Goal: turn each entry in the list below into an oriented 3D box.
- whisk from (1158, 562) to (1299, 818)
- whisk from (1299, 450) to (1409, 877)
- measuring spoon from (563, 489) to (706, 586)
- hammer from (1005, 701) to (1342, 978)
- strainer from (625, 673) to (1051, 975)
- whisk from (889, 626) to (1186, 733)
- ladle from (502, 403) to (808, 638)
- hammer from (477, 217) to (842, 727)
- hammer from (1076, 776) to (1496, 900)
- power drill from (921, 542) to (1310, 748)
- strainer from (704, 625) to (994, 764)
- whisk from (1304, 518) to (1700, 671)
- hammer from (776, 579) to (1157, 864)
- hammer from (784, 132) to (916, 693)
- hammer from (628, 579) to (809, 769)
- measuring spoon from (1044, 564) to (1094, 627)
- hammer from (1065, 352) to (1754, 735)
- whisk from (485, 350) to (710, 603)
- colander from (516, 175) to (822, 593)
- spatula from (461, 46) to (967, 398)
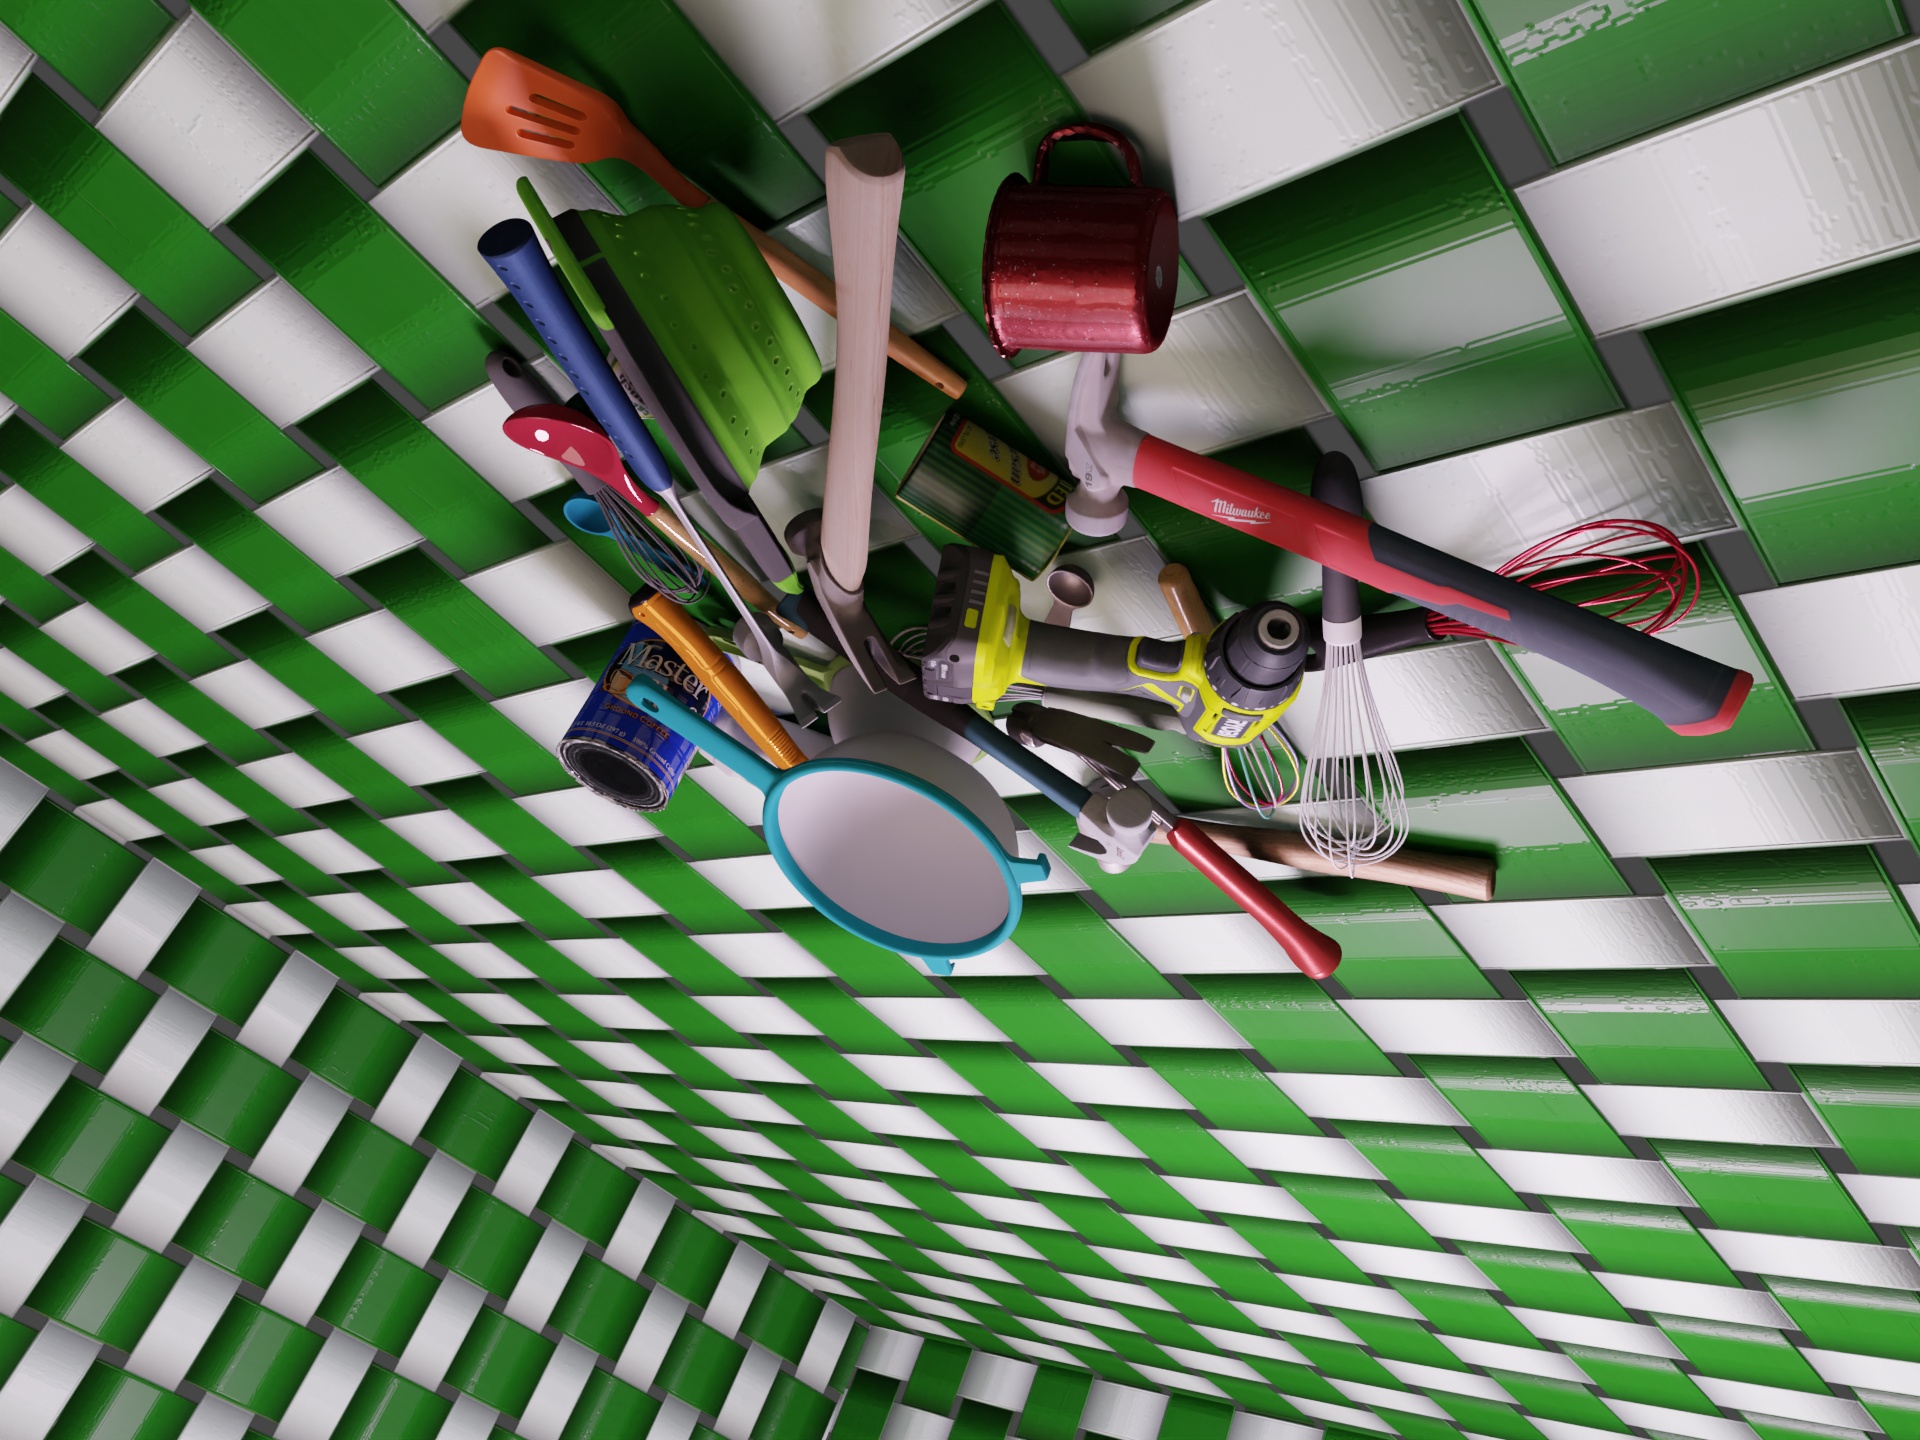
[{"bbox_3d":[0.183,-0.014,1.107,0.047,0.051,0.244,7,143,38],"label":"whisk"},{"bbox_3d":[0.233,-0.029,0.966,0.070,0.070,0.284,6,122,29],"label":"whisk"},{"bbox_3d":[-0.251,-0.145,1.249,0.128,0.021,0.042,32,143,-29],"label":"measuring spoon"},{"bbox_3d":[0.187,0.101,1.189,0.358,0.037,0.149,40,169,-33],"label":"hammer"},{"bbox_3d":[-0.091,0.045,1.213,0.340,0.095,0.211,34,139,-3],"label":"strainer"},{"bbox_3d":[0.058,-0.024,1.184,0.246,0.059,0.058,12,-176,15],"label":"whisk"},{"bbox_3d":[-0.207,-0.140,1.159,0.069,0.031,0.315,-3,152,35],"label":"ladle"},{"bbox_3d":[-0.190,-0.148,1.048,0.144,0.035,0.405,47,170,44],"label":"hammer"},{"bbox_3d":[0.246,0.097,1.245,0.331,0.031,0.129,7,146,27],"label":"hammer"},{"bbox_3d":[0.096,-0.044,0.969,0.228,0.080,0.190,10,168,2],"label":"power drill"},{"bbox_3d":[-0.101,-0.007,1.295,0.256,0.069,0.151,21,150,4],"label":"strainer"},{"bbox_3d":[0.296,-0.063,0.937,0.073,0.073,0.296,39,153,-23],"label":"whisk"},{"bbox_3d":[-0.002,-0.004,1.127,0.331,0.033,0.128,35,166,18],"label":"hammer"},{"bbox_3d":[-0.058,-0.169,0.944,0.146,0.038,0.410,60,161,22],"label":"hammer"},{"bbox_3d":[-0.148,0.019,1.300,0.127,0.034,0.336,-7,127,54],"label":"hammer"},{"bbox_3d":[0.071,-0.072,1.118,0.034,0.018,0.124,28,149,7],"label":"measuring spoon"},{"bbox_3d":[0.229,-0.099,0.853,0.386,0.038,0.143,26,141,22],"label":"hammer"},{"bbox_3d":[-0.266,-0.178,1.177,0.055,0.055,0.238,-7,132,42],"label":"whisk"},{"bbox_3d":[-0.127,-0.187,0.951,0.205,0.094,0.396,58,178,23],"label":"colander"},{"bbox_3d":[-0.133,-0.278,0.925,0.322,0.041,0.081,33,148,-15],"label":"spatula"}]
